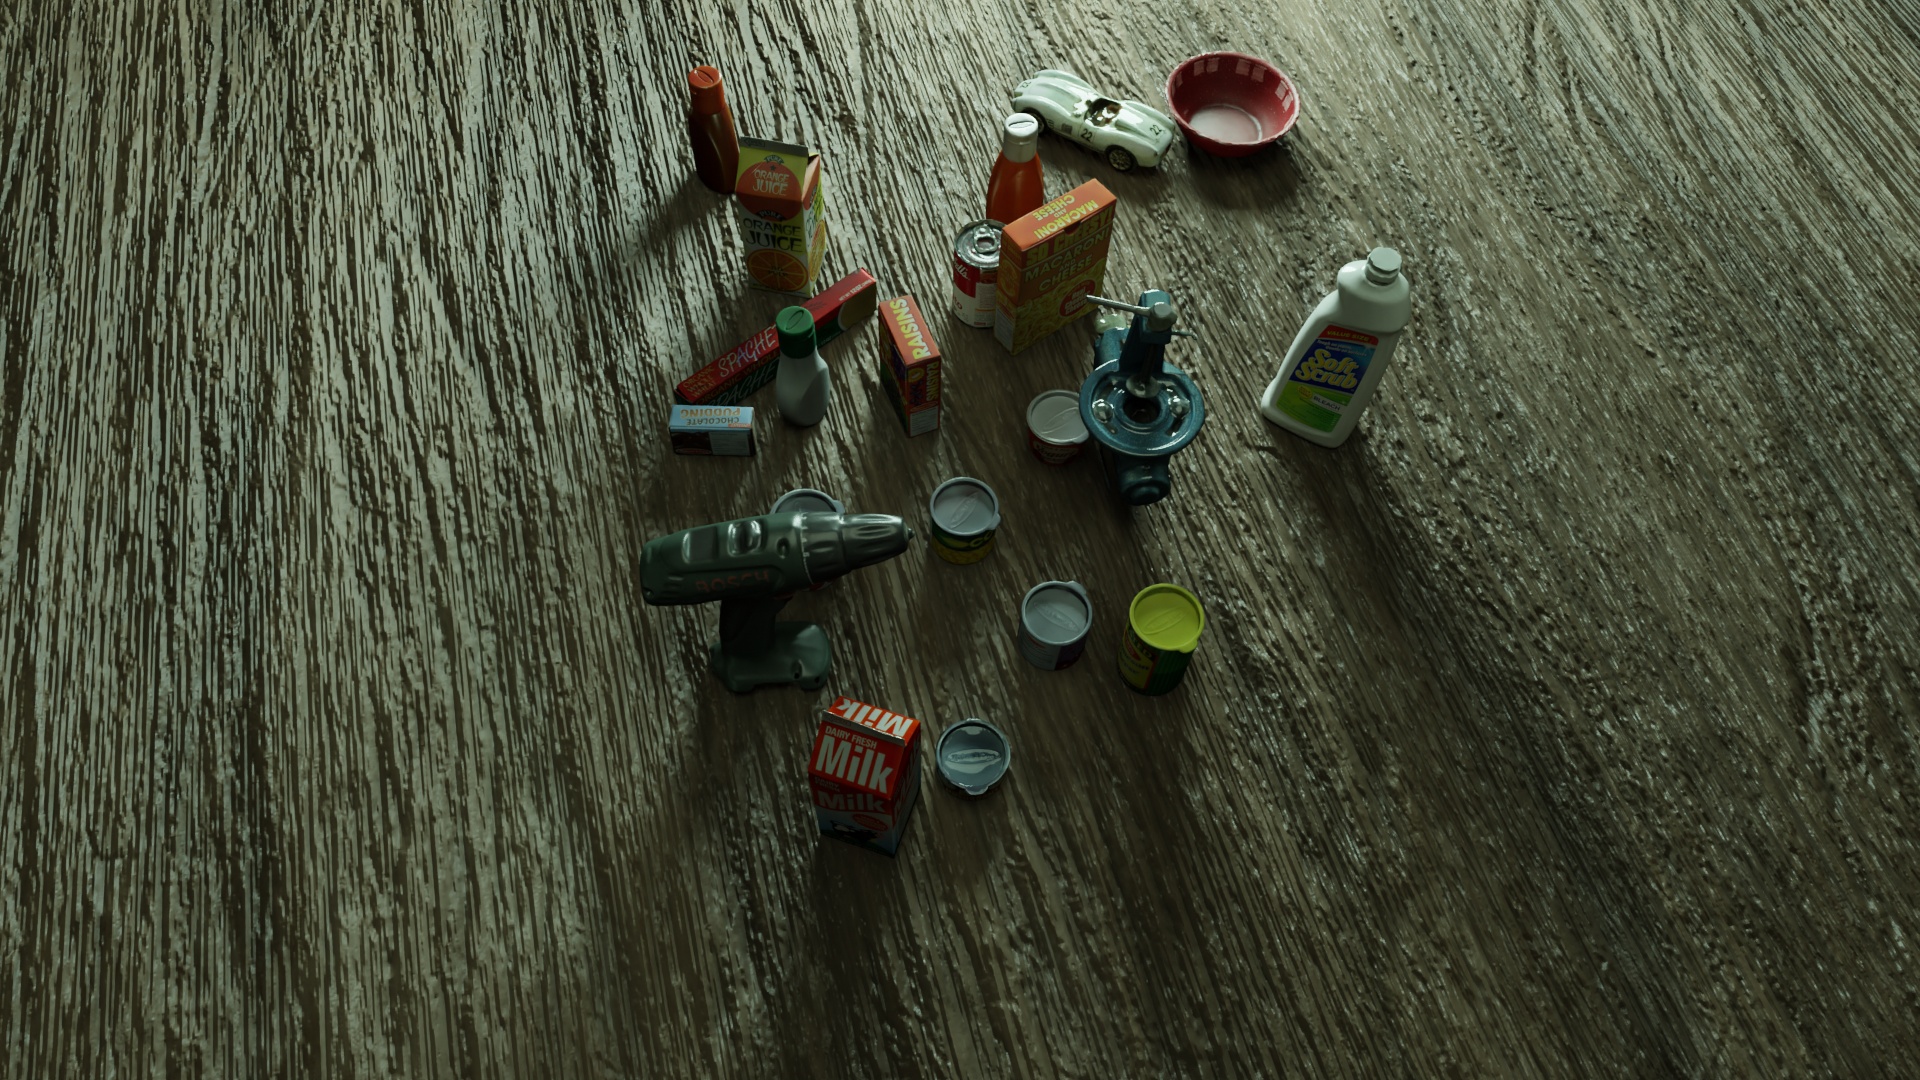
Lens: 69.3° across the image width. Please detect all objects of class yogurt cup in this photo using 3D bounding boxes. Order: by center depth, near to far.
[{"bbox_3d":[0.100,-0.112,1.414,0.072,0.053,0.073,1,59,-2],"label":"yogurt cup"}]

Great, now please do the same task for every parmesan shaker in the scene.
[{"bbox_3d":[0.182,0.095,1.265,0.071,0.102,0.071,1,59,-2],"label":"parmesan shaker"}]

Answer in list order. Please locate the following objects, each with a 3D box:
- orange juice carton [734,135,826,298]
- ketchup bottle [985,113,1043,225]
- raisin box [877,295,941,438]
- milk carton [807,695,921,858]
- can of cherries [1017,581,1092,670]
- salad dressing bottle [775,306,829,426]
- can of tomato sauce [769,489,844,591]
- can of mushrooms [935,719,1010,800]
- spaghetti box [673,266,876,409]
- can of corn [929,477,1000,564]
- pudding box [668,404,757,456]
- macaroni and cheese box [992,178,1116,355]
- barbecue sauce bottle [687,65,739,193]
[{"bbox_3d":[-0.188,-0.350,1.464,0.072,0.191,0.073,11,60,4],"label":"orange juice carton"},{"bbox_3d":[0.062,-0.401,1.531,0.065,0.148,0.044,-11,61,-9],"label":"ketchup bottle"},{"bbox_3d":[-0.052,-0.175,1.405,0.040,0.122,0.086,-17,62,-12],"label":"raisin box"},{"bbox_3d":[-0.077,0.190,1.147,0.072,0.189,0.074,17,60,8],"label":"milk carton"},{"bbox_3d":[0.089,0.079,1.297,0.071,0.058,0.072,1,59,-2],"label":"can of cherries"},{"bbox_3d":[-0.160,-0.173,1.386,0.044,0.147,0.064,28,62,14],"label":"salad dressing bottle"},{"bbox_3d":[-0.144,0.000,1.321,0.071,0.082,0.071,1,59,-2],"label":"can of tomato sauce"},{"bbox_3d":[0.010,0.198,1.237,0.071,0.033,0.071,1,59,-2],"label":"can of mushrooms"},{"bbox_3d":[-0.190,-0.203,1.459,0.251,0.050,0.029,-38,67,-22],"label":"spaghetti box"},{"bbox_3d":[0.005,-0.017,1.351,0.071,0.058,0.071,1,59,-2],"label":"can of corn"},{"bbox_3d":[-0.249,-0.111,1.402,0.084,0.049,0.030,1,59,-2],"label":"pudding box"},{"bbox_3d":[0.097,-0.283,1.451,0.124,0.165,0.040,-32,66,-19],"label":"macaroni and cheese box"},{"bbox_3d":[-0.277,-0.460,1.552,0.044,0.147,0.065,-39,68,-22],"label":"barbecue sauce bottle"}]
